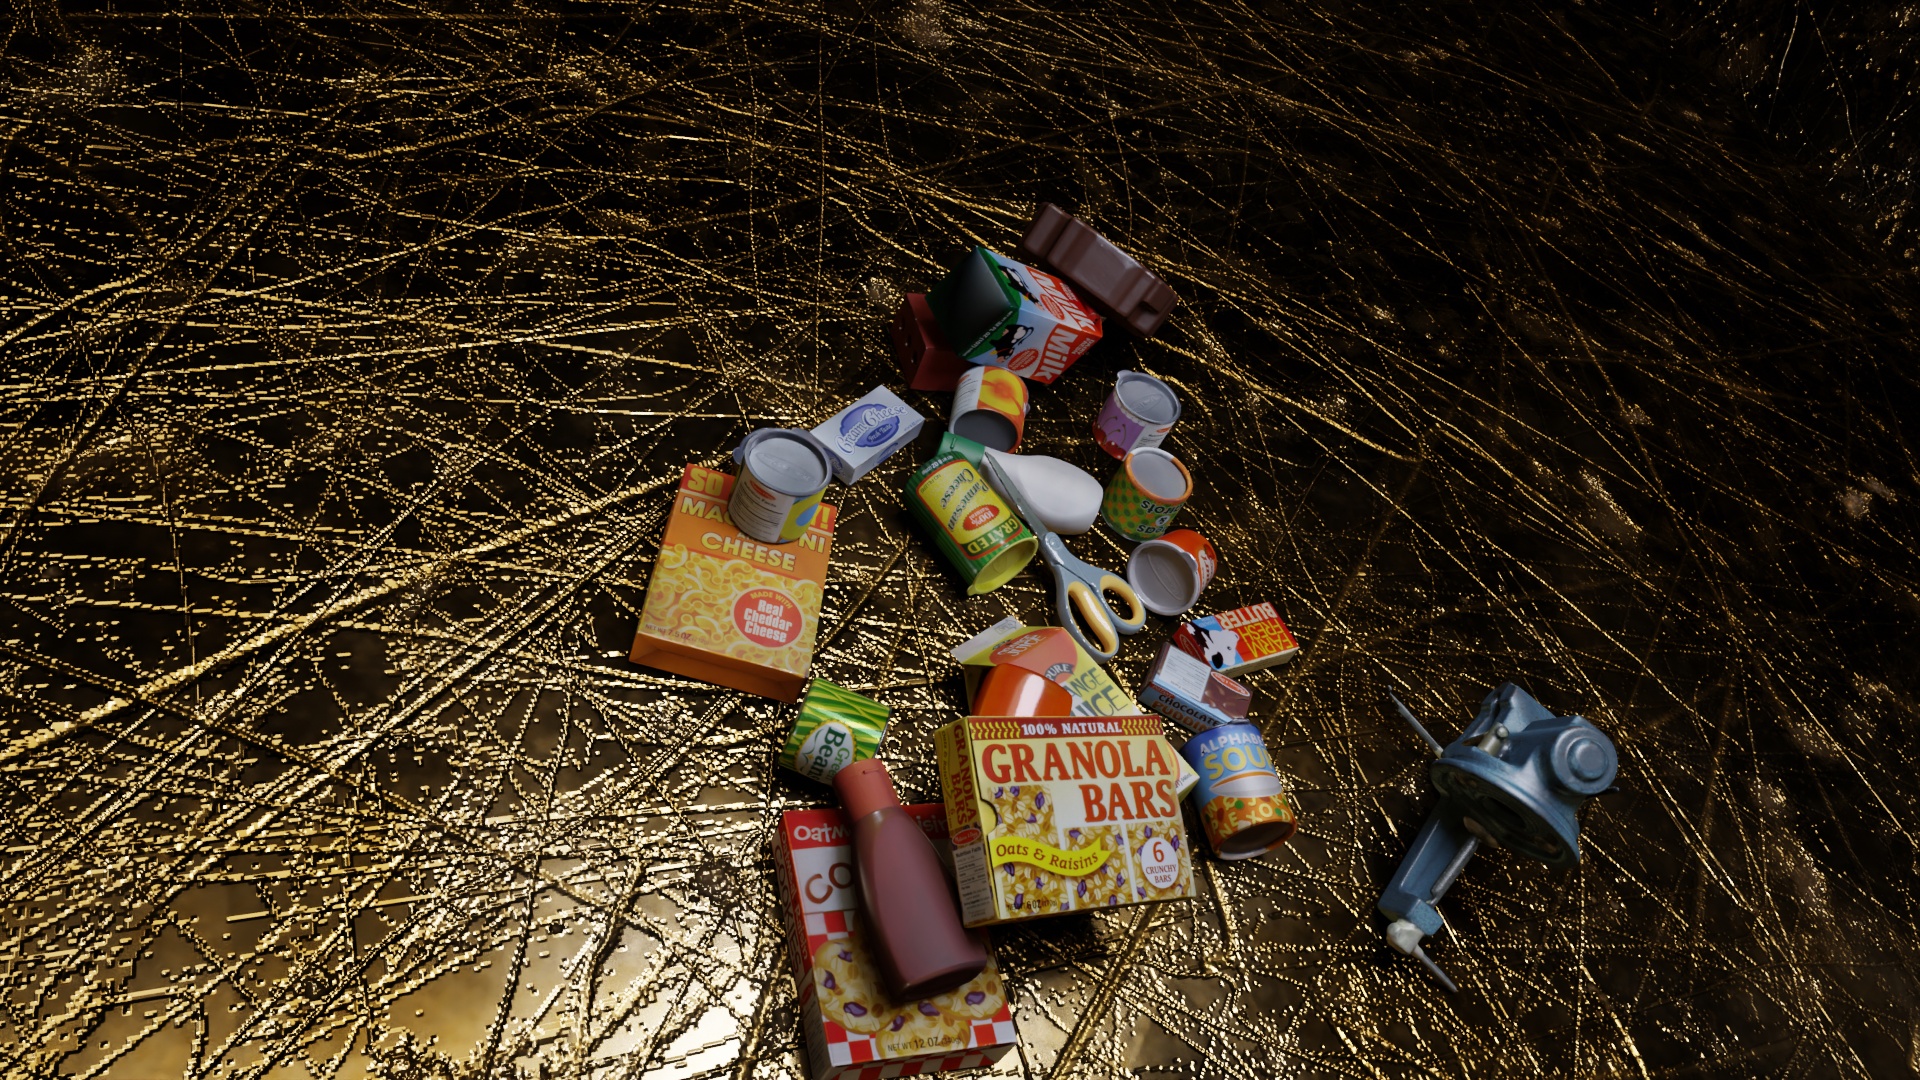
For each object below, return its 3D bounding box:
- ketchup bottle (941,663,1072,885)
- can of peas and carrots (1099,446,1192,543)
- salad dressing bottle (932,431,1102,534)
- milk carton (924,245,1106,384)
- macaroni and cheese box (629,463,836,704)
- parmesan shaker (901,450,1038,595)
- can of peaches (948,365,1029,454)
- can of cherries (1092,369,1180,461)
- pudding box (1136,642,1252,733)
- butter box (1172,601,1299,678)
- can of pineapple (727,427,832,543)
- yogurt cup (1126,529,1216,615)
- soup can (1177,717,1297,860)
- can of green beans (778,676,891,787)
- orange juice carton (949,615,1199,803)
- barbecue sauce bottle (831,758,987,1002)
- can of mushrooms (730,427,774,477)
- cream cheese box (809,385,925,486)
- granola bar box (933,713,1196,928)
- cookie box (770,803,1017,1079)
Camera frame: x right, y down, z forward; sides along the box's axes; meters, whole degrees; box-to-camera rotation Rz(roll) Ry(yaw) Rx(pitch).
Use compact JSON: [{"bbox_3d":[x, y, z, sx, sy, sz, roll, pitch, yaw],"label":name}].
[{"bbox_3d":[0.026,0.158,0.927,0.065,0.043,0.149,26,58,-6],"label":"ketchup bottle"},{"bbox_3d":[0.167,-0.039,1.241,0.071,0.058,0.071,14,46,-15],"label":"can of peas and carrots"},{"bbox_3d":[0.048,-0.052,1.205,0.148,0.043,0.064,21,57,-6],"label":"salad dressing bottle"},{"bbox_3d":[0.062,-0.201,1.278,0.191,0.072,0.073,7,49,-54],"label":"milk carton"},{"bbox_3d":[-0.164,0.030,1.028,0.124,0.040,0.167,17,46,-13],"label":"macaroni and cheese box"},{"bbox_3d":[0.004,-0.014,1.134,0.071,0.071,0.103,-22,63,-38],"label":"parmesan shaker"},{"bbox_3d":[0.027,-0.111,1.231,0.071,0.071,0.058,20,45,-9],"label":"can of peaches"},{"bbox_3d":[0.164,-0.117,1.310,0.071,0.058,0.072,13,47,-15],"label":"can of cherries"},{"bbox_3d":[0.190,0.125,1.125,0.084,0.030,0.050,29,43,0],"label":"pudding box"},{"bbox_3d":[0.236,0.087,1.186,0.104,0.024,0.053,-11,57,-33],"label":"butter box"},{"bbox_3d":[-0.134,-0.041,1.034,0.071,0.057,0.071,14,46,-15],"label":"can of pineapple"},{"bbox_3d":[0.184,0.024,1.191,0.072,0.072,0.054,43,38,14],"label":"yogurt cup"},{"bbox_3d":[0.210,0.188,1.049,0.071,0.071,0.084,2,50,-25],"label":"soup can"},{"bbox_3d":[-0.086,0.134,0.954,0.058,0.071,0.071,23,44,-5],"label":"can of green beans"},{"bbox_3d":[0.076,0.137,1.027,0.072,0.072,0.193,-26,65,-38],"label":"orange juice carton"},{"bbox_3d":[-0.039,0.208,0.868,0.065,0.043,0.149,-5,54,-32],"label":"barbecue sauce bottle"},{"bbox_3d":[-0.152,-0.056,1.116,0.071,0.033,0.071,14,47,-15],"label":"can of mushrooms"},{"bbox_3d":[-0.082,-0.091,1.189,0.053,0.024,0.104,38,45,11],"label":"cream cheese box"},{"bbox_3d":[0.070,0.176,0.891,0.166,0.039,0.124,4,66,-36],"label":"granola bar box"},{"bbox_3d":[-0.045,0.251,0.887,0.123,0.040,0.168,2,50,-25],"label":"cookie box"}]
